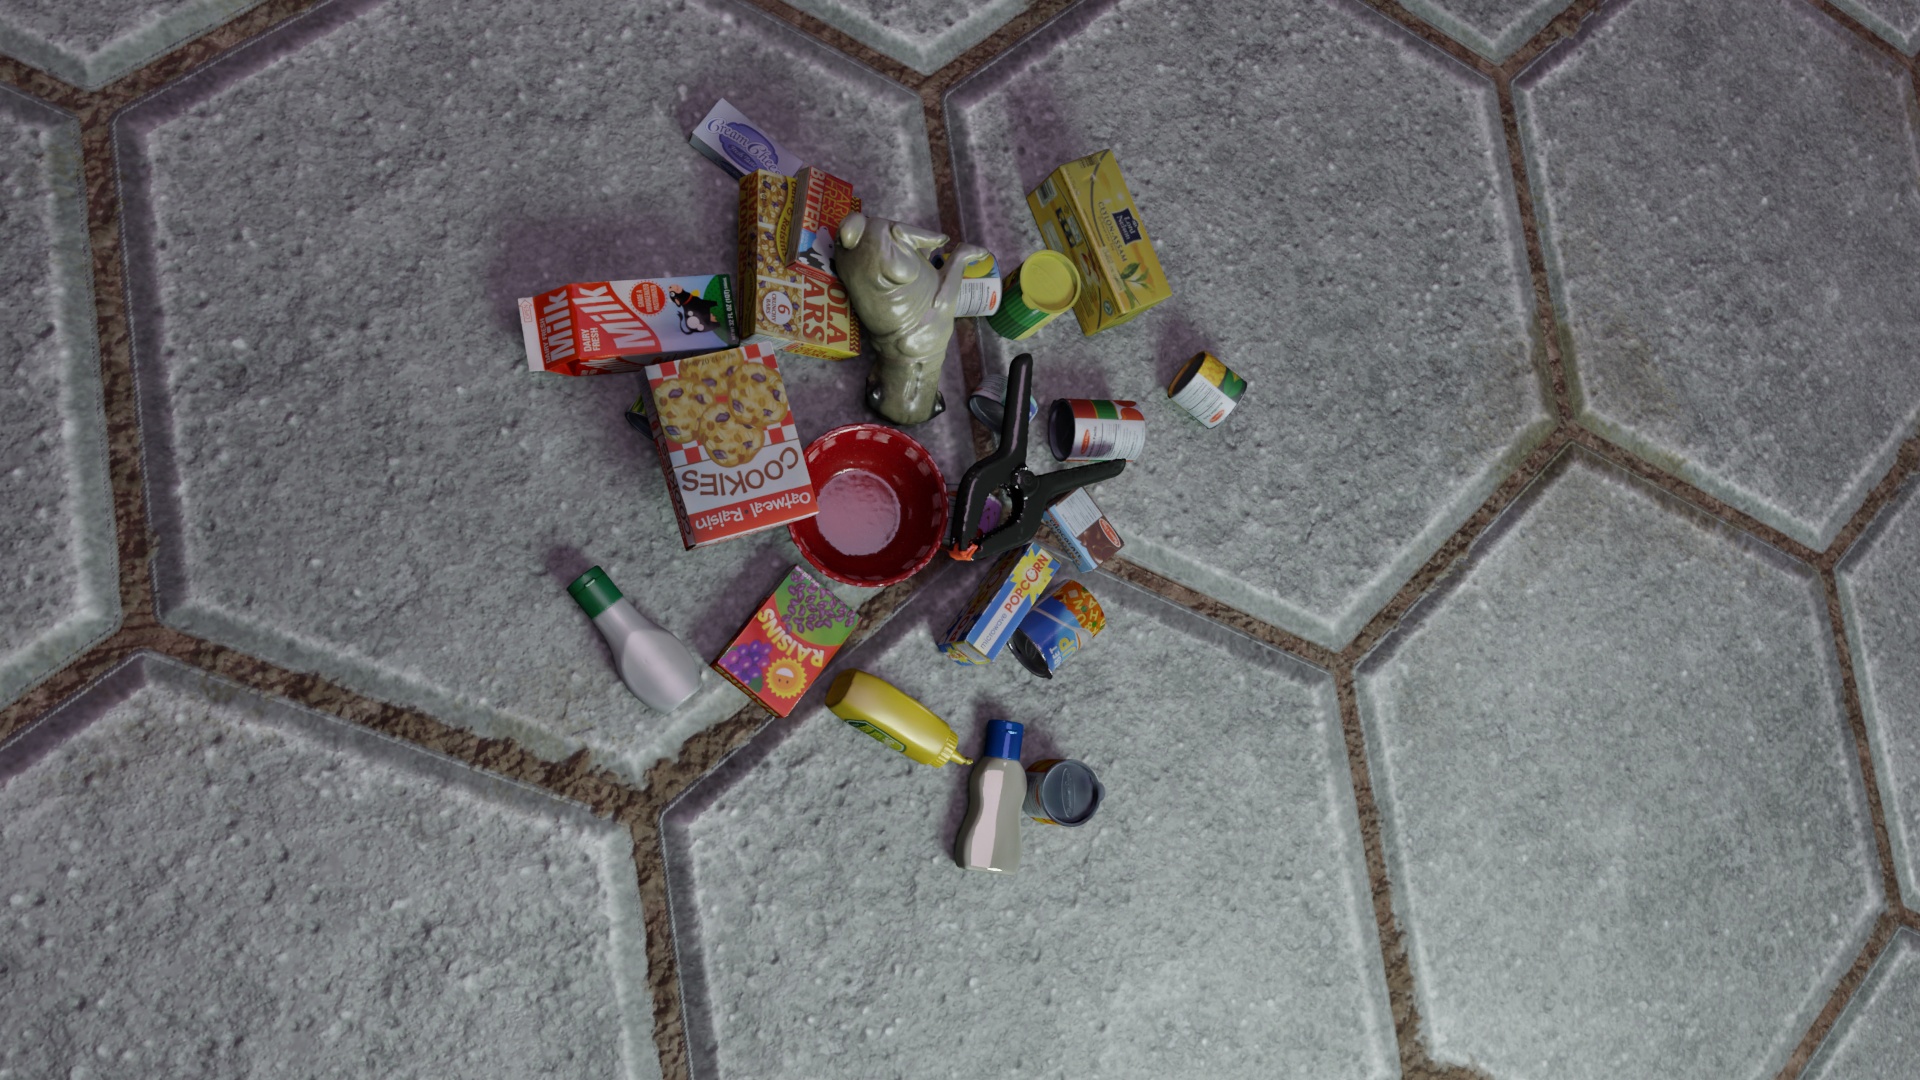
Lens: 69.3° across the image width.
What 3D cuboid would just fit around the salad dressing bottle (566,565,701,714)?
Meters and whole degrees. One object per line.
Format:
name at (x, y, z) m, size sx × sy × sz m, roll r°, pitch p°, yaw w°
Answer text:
salad dressing bottle at (-0.300, 0.090, 1.275) m, size 0.064 × 0.044 × 0.147 m, roll -40°, pitch 95°, yaw -19°

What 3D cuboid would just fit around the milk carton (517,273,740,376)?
milk carton at (-0.310, -0.200, 1.299) m, size 0.191 × 0.073 × 0.072 m, roll -9°, pitch 85°, yaw -21°

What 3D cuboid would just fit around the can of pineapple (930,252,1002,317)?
can of pineapple at (0.003, -0.264, 1.430) m, size 0.058 × 0.071 × 0.071 m, roll -7°, pitch 84°, yaw -21°

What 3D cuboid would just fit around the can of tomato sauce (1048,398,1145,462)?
can of tomato sauce at (0.142, -0.116, 1.458) m, size 0.083 × 0.071 × 0.071 m, roll -1°, pitch 82°, yaw -21°

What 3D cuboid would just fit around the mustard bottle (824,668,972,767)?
mustard bottle at (-0.052, 0.180, 1.343) m, size 0.160 × 0.065 × 0.049 m, roll 33°, pitch 68°, yaw -17°

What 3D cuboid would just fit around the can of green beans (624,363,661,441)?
can of green beans at (-0.272, -0.125, 1.306) m, size 0.071 × 0.071 × 0.058 m, roll 32°, pitch 72°, yaw -13°

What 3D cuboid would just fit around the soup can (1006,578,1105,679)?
soup can at (0.097, 0.090, 1.407) m, size 0.084 × 0.071 × 0.071 m, roll -37°, pitch 96°, yaw -21°

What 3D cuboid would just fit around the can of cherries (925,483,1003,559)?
can of cherries at (0.005, -0.017, 1.393) m, size 0.071 × 0.071 × 0.058 m, roll 20°, pitch 76°, yaw -16°

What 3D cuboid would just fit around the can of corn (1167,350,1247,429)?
can of corn at (0.268, -0.166, 1.512) m, size 0.058 × 0.071 × 0.071 m, roll 36°, pitch 72°, yaw -12°

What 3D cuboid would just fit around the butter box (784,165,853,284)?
butter box at (-0.136, -0.305, 1.343) m, size 0.053 × 0.024 × 0.103 m, roll 17°, pitch 73°, yaw -38°

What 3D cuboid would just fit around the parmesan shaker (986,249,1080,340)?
parmesan shaker at (0.070, -0.250, 1.431) m, size 0.071 × 0.103 × 0.071 m, roll 3°, pitch 81°, yaw -20°

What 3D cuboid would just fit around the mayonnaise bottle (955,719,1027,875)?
mayonnaise bottle at (0.035, 0.253, 1.375) m, size 0.065 × 0.041 × 0.148 m, roll 13°, pitch 77°, yaw -19°

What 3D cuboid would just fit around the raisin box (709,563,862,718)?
raisin box at (-0.166, 0.096, 1.325) m, size 0.086 × 0.040 × 0.124 m, roll 41°, pitch 69°, yaw -11°

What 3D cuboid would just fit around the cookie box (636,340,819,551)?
cookie box at (-0.212, -0.087, 1.270) m, size 0.123 × 0.040 × 0.167 m, roll -16°, pitch 90°, yaw -27°

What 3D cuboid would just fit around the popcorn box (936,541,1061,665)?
popcorn box at (0.037, 0.064, 1.380) m, size 0.038 × 0.085 × 0.127 m, roll 40°, pitch 71°, yaw -10°

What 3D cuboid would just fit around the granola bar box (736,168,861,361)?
granola bar box at (-0.157, -0.268, 1.364) m, size 0.124 × 0.039 × 0.165 m, roll 6°, pitch 79°, yaw -40°

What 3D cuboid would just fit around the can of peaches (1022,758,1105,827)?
can of peaches at (0.101, 0.252, 1.390) m, size 0.071 × 0.058 × 0.071 m, roll 3°, pitch 80°, yaw -20°

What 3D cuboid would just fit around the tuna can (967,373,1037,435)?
tuna can at (0.045, -0.137, 1.425) m, size 0.071 × 0.071 × 0.033 m, roll 39°, pitch 70°, yaw -11°

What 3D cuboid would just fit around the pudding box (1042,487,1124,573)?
pudding box at (0.126, -0.013, 1.454) m, size 0.050 × 0.030 × 0.083 m, roll -39°, pitch 96°, yaw -22°

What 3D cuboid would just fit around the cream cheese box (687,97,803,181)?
cream cheese box at (-0.214, -0.389, 1.389) m, size 0.104 × 0.024 × 0.053 m, roll 36°, pitch 70°, yaw -12°
